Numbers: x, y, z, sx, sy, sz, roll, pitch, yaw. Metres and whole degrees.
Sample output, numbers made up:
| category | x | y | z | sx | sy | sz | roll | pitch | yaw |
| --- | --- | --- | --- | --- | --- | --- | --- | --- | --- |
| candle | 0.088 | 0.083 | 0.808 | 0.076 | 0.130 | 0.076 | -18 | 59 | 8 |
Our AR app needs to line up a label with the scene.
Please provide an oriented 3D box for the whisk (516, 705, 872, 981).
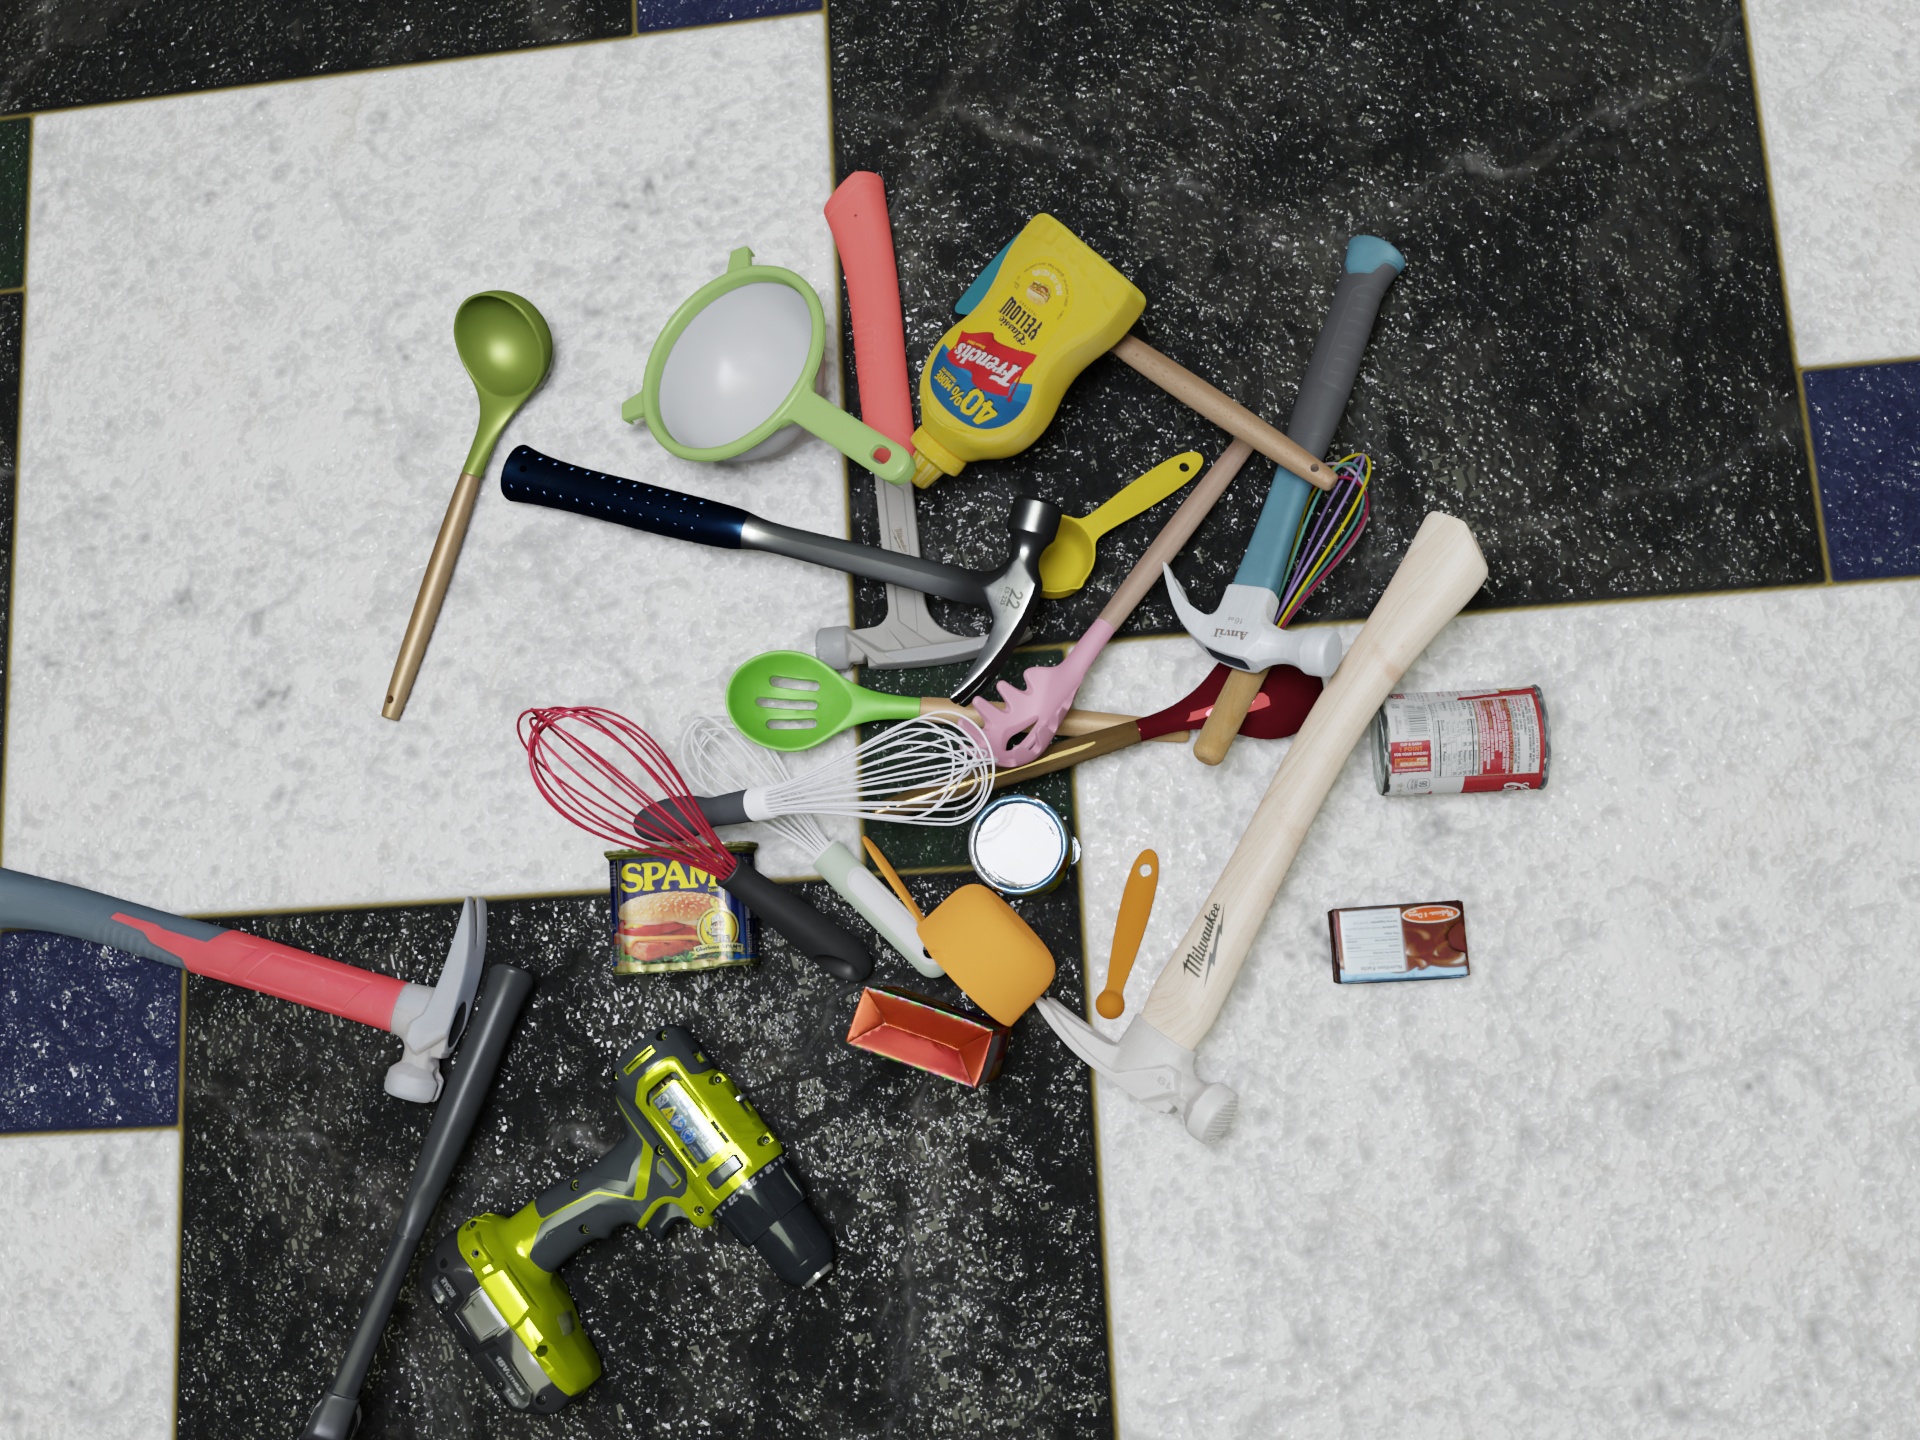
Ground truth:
| category | x | y | z | sx | sy | sz | roll | pitch | yaw |
| --- | --- | --- | --- | --- | --- | --- | --- | --- | --- |
| whisk | -0.162 | 0.084 | 1.012 | 0.295 | 0.073 | 0.073 | 42 | 88 | -26 |

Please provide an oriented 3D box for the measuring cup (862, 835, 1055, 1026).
| category | x | y | z | sx | sy | sz | roll | pitch | yaw |
| --- | --- | --- | --- | --- | --- | --- | --- | --- | --- |
| measuring cup | -0.003 | 0.120 | 1.042 | 0.052 | 0.095 | 0.174 | -43 | 56 | 3 |

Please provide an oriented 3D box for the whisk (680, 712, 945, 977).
| category | x | y | z | sx | sy | sz | roll | pitch | yaw |
| --- | --- | --- | --- | --- | --- | --- | --- | --- | --- |
| whisk | -0.098 | 0.084 | 1.080 | 0.246 | 0.059 | 0.058 | 44 | 61 | 7 |

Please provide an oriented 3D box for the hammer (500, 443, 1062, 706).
| category | x | y | z | sx | sy | sz | roll | pitch | yaw |
| --- | --- | --- | --- | --- | --- | --- | --- | --- | --- |
| hammer | -0.139 | -0.122 | 1.093 | 0.405 | 0.035 | 0.144 | 15 | 86 | 18 |

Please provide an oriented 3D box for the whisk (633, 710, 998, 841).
| category | x | y | z | sx | sy | sz | roll | pitch | yaw |
| --- | --- | --- | --- | --- | --- | --- | --- | --- | --- |
| whisk | -0.101 | 0.049 | 1.020 | 0.284 | 0.070 | 0.070 | -12 | 79 | 30 |

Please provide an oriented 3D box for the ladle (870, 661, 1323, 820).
| category | x | y | z | sx | sy | sz | roll | pitch | yaw |
| --- | --- | --- | --- | --- | --- | --- | --- | --- | --- |
| ladle | 0.092 | 0.014 | 1.050 | 0.315 | 0.031 | 0.069 | -17 | 72 | -3 |

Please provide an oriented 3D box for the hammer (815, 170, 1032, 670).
| category | x | y | z | sx | sy | sz | roll | pitch | yaw |
| --- | --- | --- | --- | --- | --- | --- | --- | --- | --- |
| hammer | -0.042 | -0.215 | 1.123 | 0.149 | 0.036 | 0.359 | -7 | 81 | 6 |

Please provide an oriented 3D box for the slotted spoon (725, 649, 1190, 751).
| category | x | y | z | sx | sy | sz | roll | pitch | yaw |
| --- | --- | --- | --- | --- | --- | --- | --- | --- | --- |
| slotted spoon | -0.002 | -0.003 | 1.079 | 0.314 | 0.031 | 0.070 | 5 | 81 | 2 |

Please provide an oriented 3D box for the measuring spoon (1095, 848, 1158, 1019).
| category | x | y | z | sx | sy | sz | roll | pitch | yaw |
| --- | --- | --- | --- | --- | --- | --- | --- | --- | --- |
| measuring spoon | 0.112 | 0.142 | 1.059 | 0.021 | 0.011 | 0.117 | 15 | 83 | 9 |

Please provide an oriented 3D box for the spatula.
| category | x | y | z | sx | sy | sz | roll | pitch | yaw |
| --- | --- | --- | --- | --- | --- | --- | --- | --- | --- |
| spatula | 0.125 | -0.240 | 1.068 | 0.318 | 0.044 | 0.082 | 40 | 87 | 23 |

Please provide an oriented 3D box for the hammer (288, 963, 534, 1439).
| category | x | y | z | sx | sy | sz | roll | pitch | yaw |
| --- | --- | --- | --- | --- | --- | --- | --- | --- | --- |
| hammer | -0.357 | 0.322 | 1.046 | 0.035 | 0.146 | 0.335 | 22 | 76 | -10 |

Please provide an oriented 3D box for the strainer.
| category | x | y | z | sx | sy | sz | roll | pitch | yaw |
| --- | --- | --- | --- | --- | --- | --- | --- | --- | --- |
| strainer | -0.109 | -0.212 | 1.089 | 0.257 | 0.069 | 0.151 | 36 | 91 | 33 |

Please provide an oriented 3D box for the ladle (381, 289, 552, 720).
| category | x | y | z | sx | sy | sz | roll | pitch | yaw |
| --- | --- | --- | --- | --- | --- | --- | --- | --- | --- |
| ladle | -0.369 | -0.155 | 1.148 | 0.078 | 0.062 | 0.320 | 16 | 86 | 17 |

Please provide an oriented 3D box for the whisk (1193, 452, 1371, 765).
| category | x | y | z | sx | sy | sz | roll | pitch | yaw |
| --- | --- | --- | --- | --- | --- | --- | --- | --- | --- |
| whisk | 0.211 | -0.076 | 1.045 | 0.047 | 0.051 | 0.245 | 18 | 70 | 34 |

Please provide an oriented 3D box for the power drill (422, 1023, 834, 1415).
| category | x | y | z | sx | sy | sz | roll | pitch | yaw |
| --- | --- | --- | --- | --- | --- | --- | --- | --- | --- |
| power drill | -0.212 | 0.340 | 1.040 | 0.228 | 0.080 | 0.191 | -40 | 78 | -3 |

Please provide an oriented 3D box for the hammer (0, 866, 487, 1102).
| category | x | y | z | sx | sy | sz | roll | pitch | yaw |
| --- | --- | --- | --- | --- | --- | --- | --- | --- | --- |
| hammer | -0.526 | 0.149 | 1.130 | 0.386 | 0.038 | 0.143 | 14 | 82 | 9 |

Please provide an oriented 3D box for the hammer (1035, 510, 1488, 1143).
| category | x | y | z | sx | sy | sz | roll | pitch | yaw |
| --- | --- | --- | --- | --- | --- | --- | --- | --- | --- |
| hammer | 0.199 | 0.052 | 1.003 | 0.146 | 0.038 | 0.410 | 31 | 94 | 31 |

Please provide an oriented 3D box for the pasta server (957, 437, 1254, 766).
| category | x | y | z | sx | sy | sz | roll | pitch | yaw |
| --- | --- | --- | --- | --- | --- | --- | --- | --- | --- |
| pasta server | 0.110 | -0.088 | 1.056 | 0.060 | 0.040 | 0.316 | 25 | 71 | 42 |

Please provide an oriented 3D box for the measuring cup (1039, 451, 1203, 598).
| category | x | y | z | sx | sy | sz | roll | pitch | yaw |
| --- | --- | --- | --- | --- | --- | --- | --- | --- | --- |
| measuring cup | 0.104 | -0.138 | 1.102 | 0.156 | 0.029 | 0.062 | -34 | 78 | -11 |

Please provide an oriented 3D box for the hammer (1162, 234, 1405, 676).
| category | x | y | z | sx | sy | sz | roll | pitch | yaw |
| --- | --- | --- | --- | --- | --- | --- | --- | --- | --- |
| hammer | 0.230 | -0.182 | 1.048 | 0.128 | 0.033 | 0.331 | 10 | 68 | 35 |
